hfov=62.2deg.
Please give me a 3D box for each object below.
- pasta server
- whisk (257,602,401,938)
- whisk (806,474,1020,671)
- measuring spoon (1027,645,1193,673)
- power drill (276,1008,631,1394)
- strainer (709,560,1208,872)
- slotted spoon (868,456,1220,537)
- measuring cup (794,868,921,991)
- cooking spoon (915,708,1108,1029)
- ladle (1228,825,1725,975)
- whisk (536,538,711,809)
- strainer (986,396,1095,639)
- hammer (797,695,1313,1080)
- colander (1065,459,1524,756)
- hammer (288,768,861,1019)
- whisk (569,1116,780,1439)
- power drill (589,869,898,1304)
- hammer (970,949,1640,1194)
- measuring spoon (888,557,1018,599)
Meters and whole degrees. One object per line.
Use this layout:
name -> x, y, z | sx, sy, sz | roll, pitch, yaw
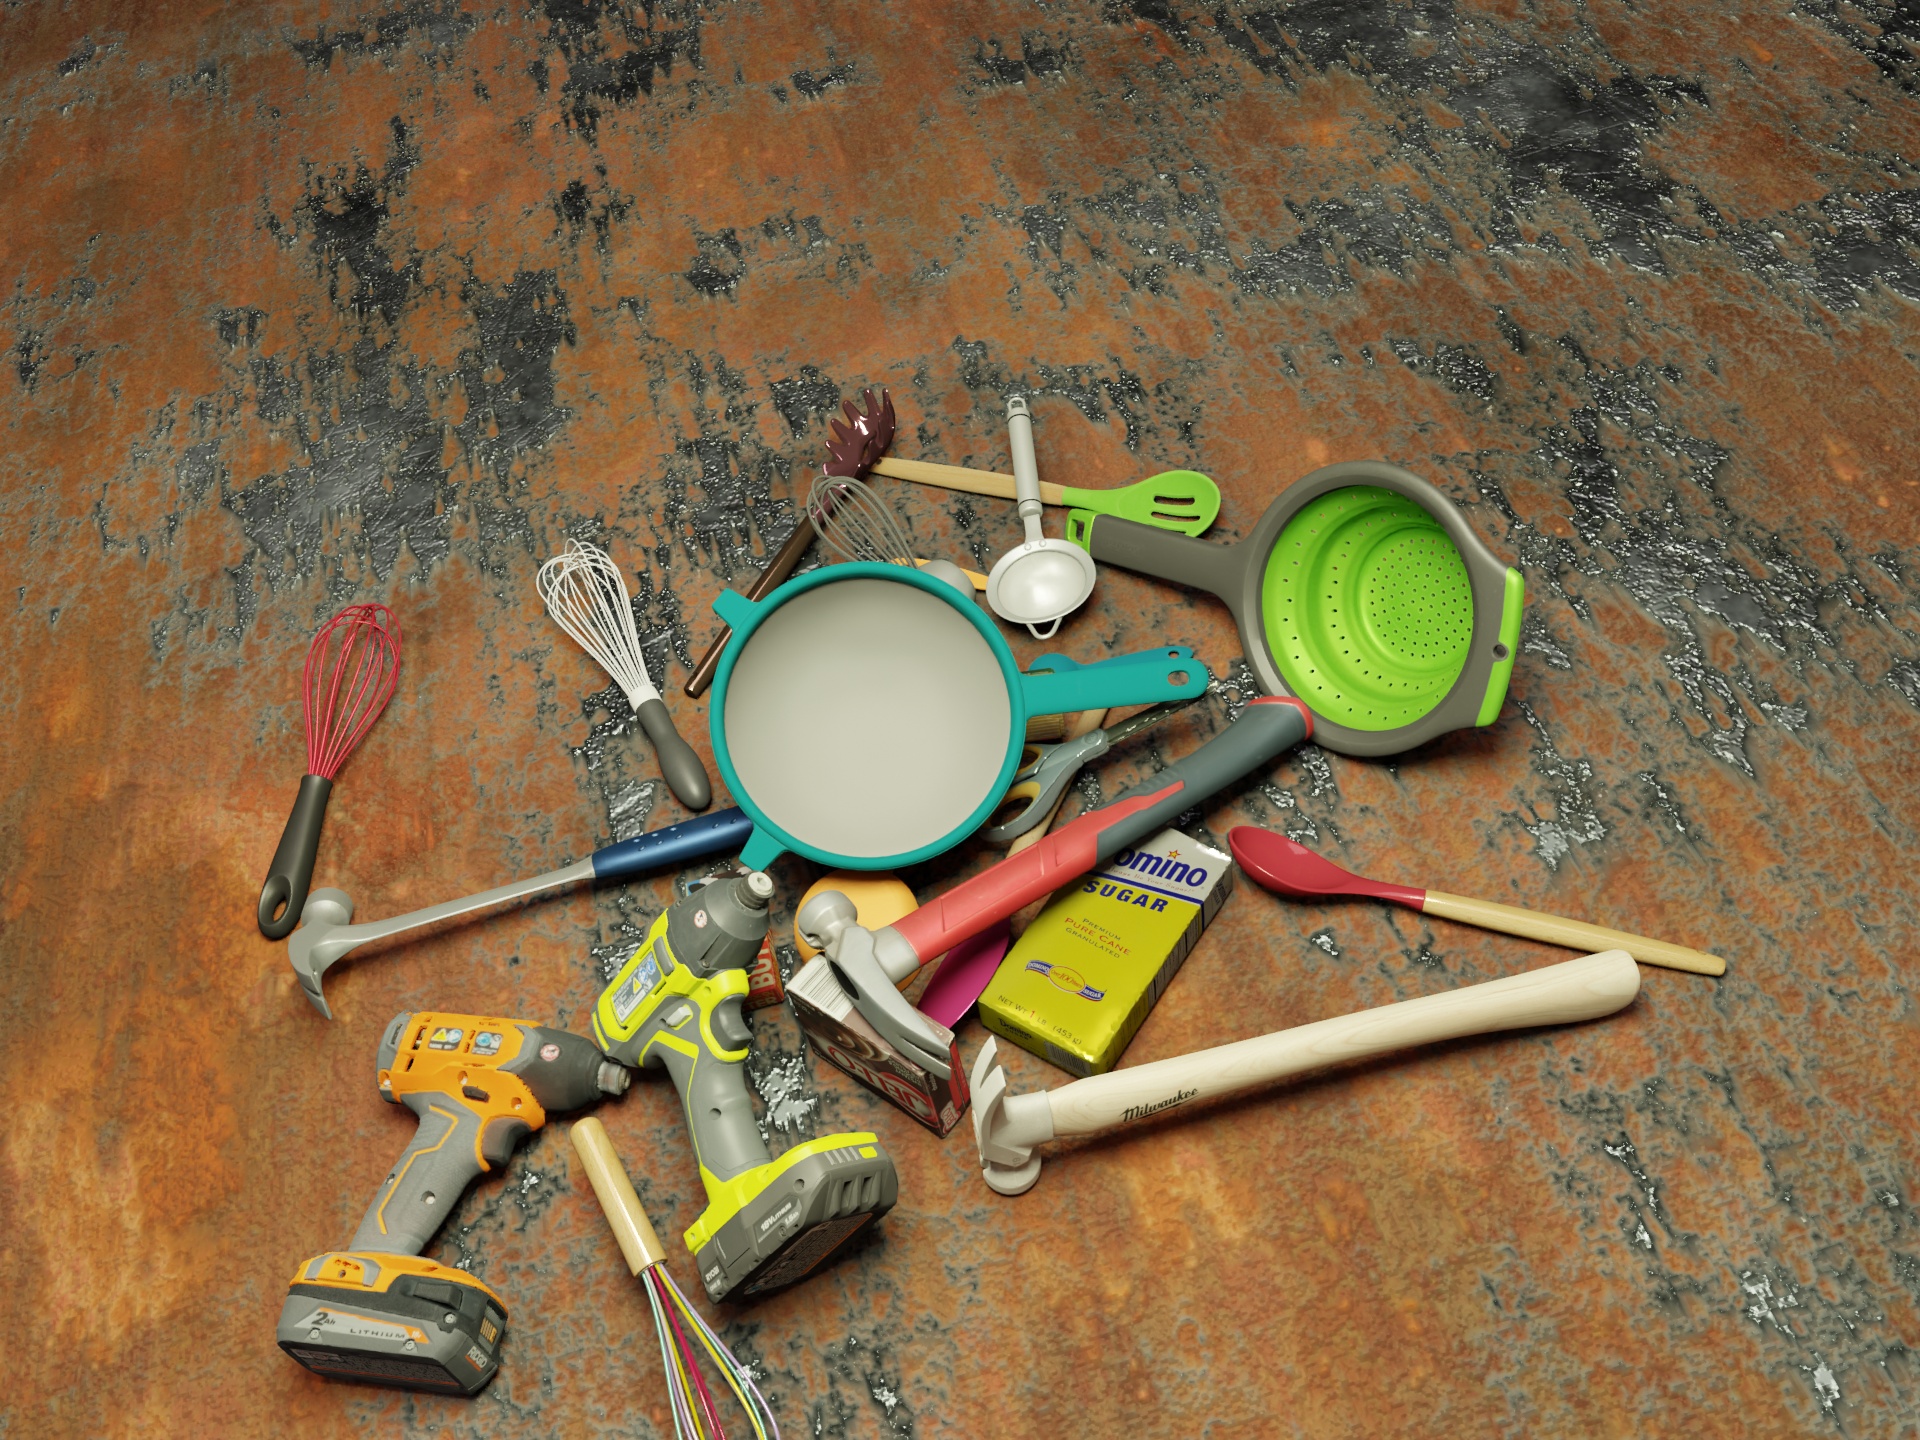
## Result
pasta server -> -0.139, -0.148, 1.303 | 0.060, 0.040, 0.316 | 9, 58, 41
whisk -> -0.492, 0.030, 1.232 | 0.073, 0.073, 0.296 | -1, 59, 9
whisk -> -0.028, -0.094, 1.194 | 0.055, 0.055, 0.239 | -43, 87, -21
measuring spoon -> 0.112, -0.045, 1.200 | 0.128, 0.021, 0.042 | -11, 52, 3
power drill -> -0.307, 0.289, 0.988 | 0.164, 0.084, 0.227 | 2, 50, 9
strainer -> -0.002, -0.004, 1.106 | 0.340, 0.095, 0.211 | -6, 78, -8
slotted spoon -> 0.063, -0.192, 1.318 | 0.314, 0.031, 0.070 | 12, 72, 21
measuring cup -> -0.062, 0.107, 1.097 | 0.095, 0.052, 0.174 | 2, 56, 12
cooking spoon -> 0.043, 0.089, 1.102 | 0.069, 0.017, 0.319 | -21, 31, 49
ladle -> 0.328, 0.121, 1.032 | 0.315, 0.031, 0.069 | 12, 22, 15
whisk -> -0.259, -0.037, 1.244 | 0.070, 0.070, 0.285 | -27, 59, -11
strainer -> 0.059, -0.160, 1.269 | 0.087, 0.050, 0.259 | -11, 59, 9
hammer -> 0.094, 0.086, 1.027 | 0.386, 0.038, 0.143 | -27, 49, -26
colander -> 0.247, -0.105, 1.177 | 0.094, 0.204, 0.397 | -11, 25, -43
hammer -> -0.268, 0.109, 1.120 | 0.405, 0.035, 0.144 | -16, 23, -7
whisk -> -0.173, 0.341, 0.925 | 0.051, 0.047, 0.245 | -22, 61, -24
power drill -> -0.133, 0.215, 0.957 | 0.171, 0.080, 0.223 | -48, 57, 30
hammer -> 0.208, 0.191, 0.945 | 0.410, 0.146, 0.038 | -12, 51, -5
measuring spoon -> -0.007, -0.114, 1.284 | 0.117, 0.011, 0.021 | 14, 53, 24
